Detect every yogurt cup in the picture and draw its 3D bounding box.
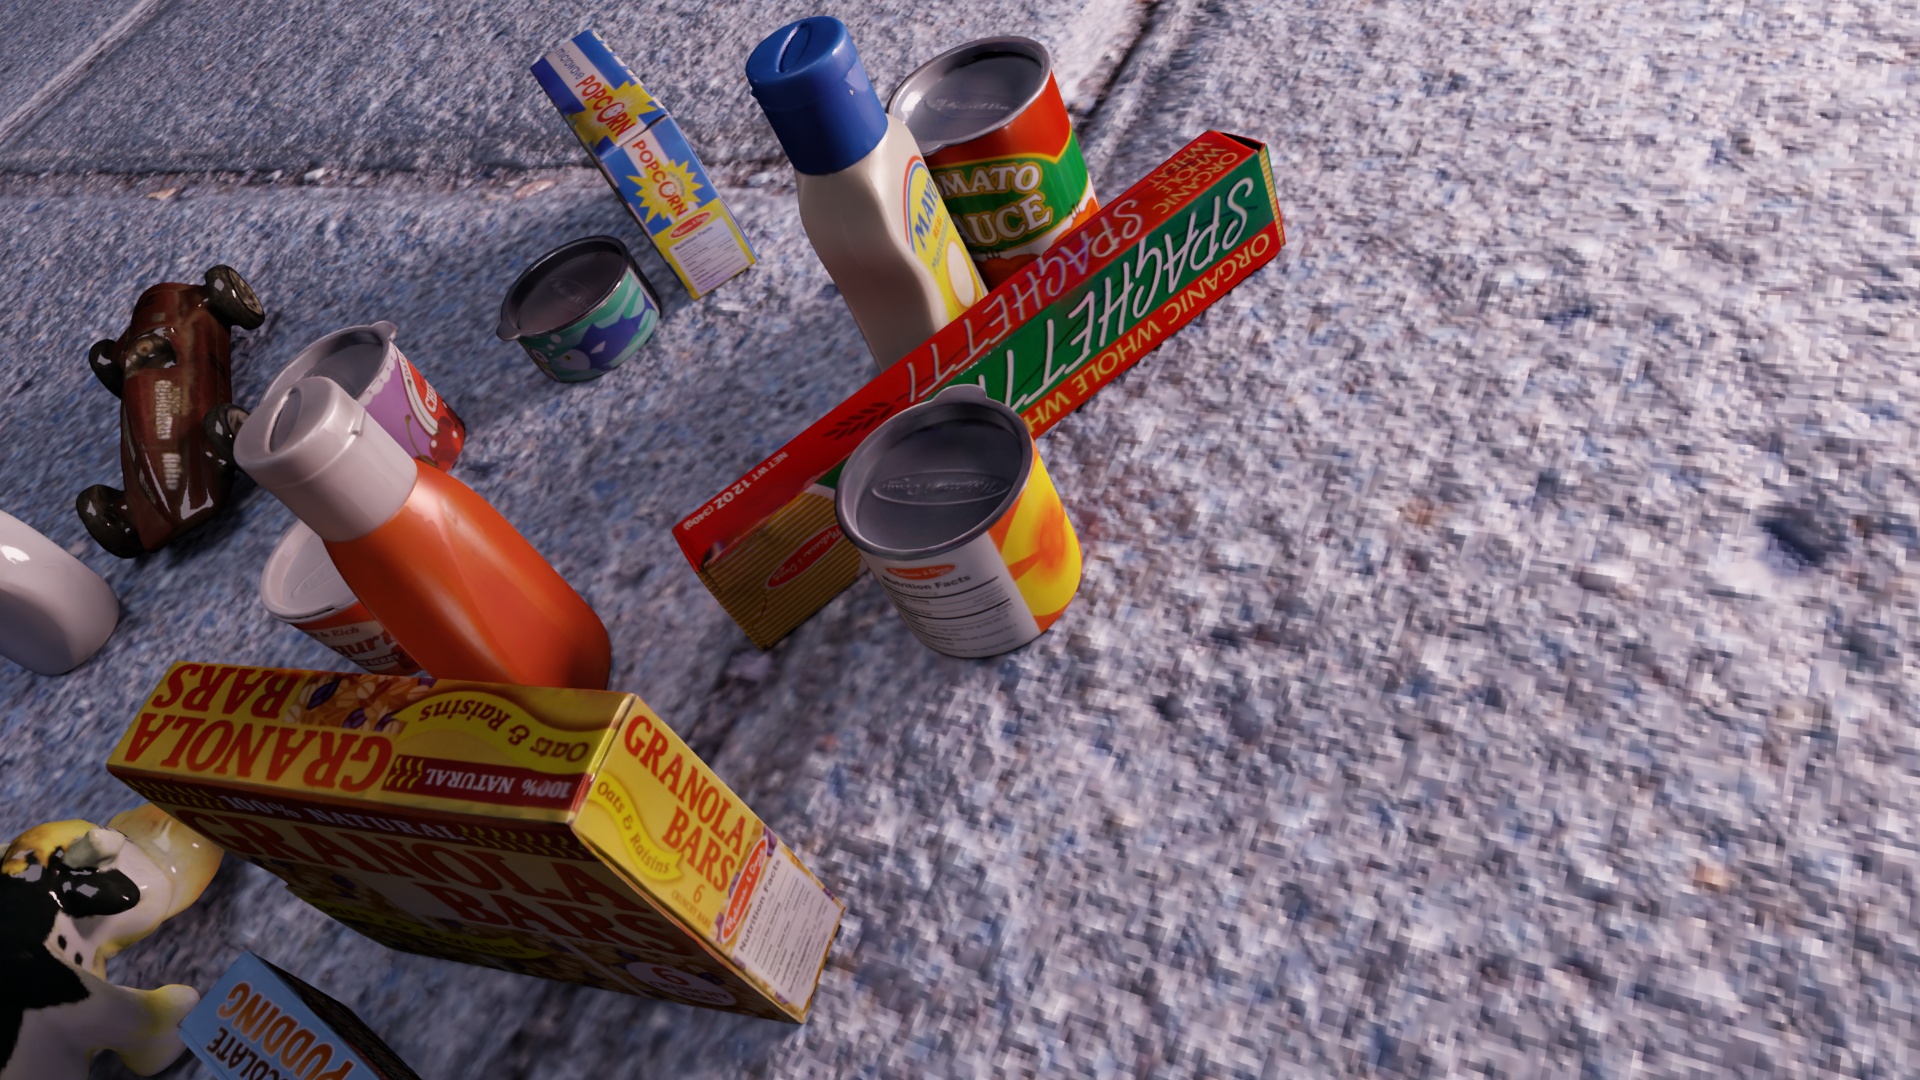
[{"bbox_3d":[-0.228,0.017,0.545,0.072,0.053,0.073,-13,48,15],"label":"yogurt cup"}]

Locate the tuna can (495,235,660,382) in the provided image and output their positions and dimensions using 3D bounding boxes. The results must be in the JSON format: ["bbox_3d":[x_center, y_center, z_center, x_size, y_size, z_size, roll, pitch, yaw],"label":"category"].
[{"bbox_3d":[-0.176,-0.105,0.641,0.071,0.032,0.071,-13,48,15],"label":"tuna can"}]

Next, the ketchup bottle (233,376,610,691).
[{"bbox_3d":[-0.172,0.009,0.460,0.043,0.148,0.065,-19,46,10],"label":"ketchup bottle"}]

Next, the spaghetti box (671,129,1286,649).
[{"bbox_3d":[0.013,-0.057,0.497,0.250,0.050,0.029,-38,46,-9],"label":"spaghetti box"}]

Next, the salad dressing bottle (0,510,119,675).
[{"bbox_3d":[-0.434,0.000,0.592,0.064,0.147,0.044,-9,49,19],"label":"salad dressing bottle"}]

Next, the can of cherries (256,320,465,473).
[{"bbox_3d":[-0.264,-0.054,0.621,0.071,0.058,0.072,-13,48,15],"label":"can of cherries"}]

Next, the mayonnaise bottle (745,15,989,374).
[{"bbox_3d":[-0.028,-0.113,0.496,0.041,0.147,0.065,-6,50,21],"label":"mayonnaise bottle"}]

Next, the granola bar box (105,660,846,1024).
[{"bbox_3d":[-0.133,0.086,0.392,0.165,0.123,0.039,0,53,26],"label":"granola bar box"}]

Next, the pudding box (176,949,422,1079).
[{"bbox_3d":[-0.185,0.159,0.406,0.084,0.049,0.030,20,63,37],"label":"pudding box"}]

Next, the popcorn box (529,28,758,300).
[{"bbox_3d":[-0.151,-0.179,0.656,0.038,0.085,0.127,-35,46,-5],"label":"popcorn box"}]

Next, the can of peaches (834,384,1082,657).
[{"bbox_3d":[0.002,-0.006,0.453,0.071,0.057,0.071,-13,48,15],"label":"can of peaches"}]

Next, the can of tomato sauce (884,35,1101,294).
[{"bbox_3d":[0.016,-0.142,0.546,0.071,0.082,0.071,-13,48,15],"label":"can of tomato sauce"}]
